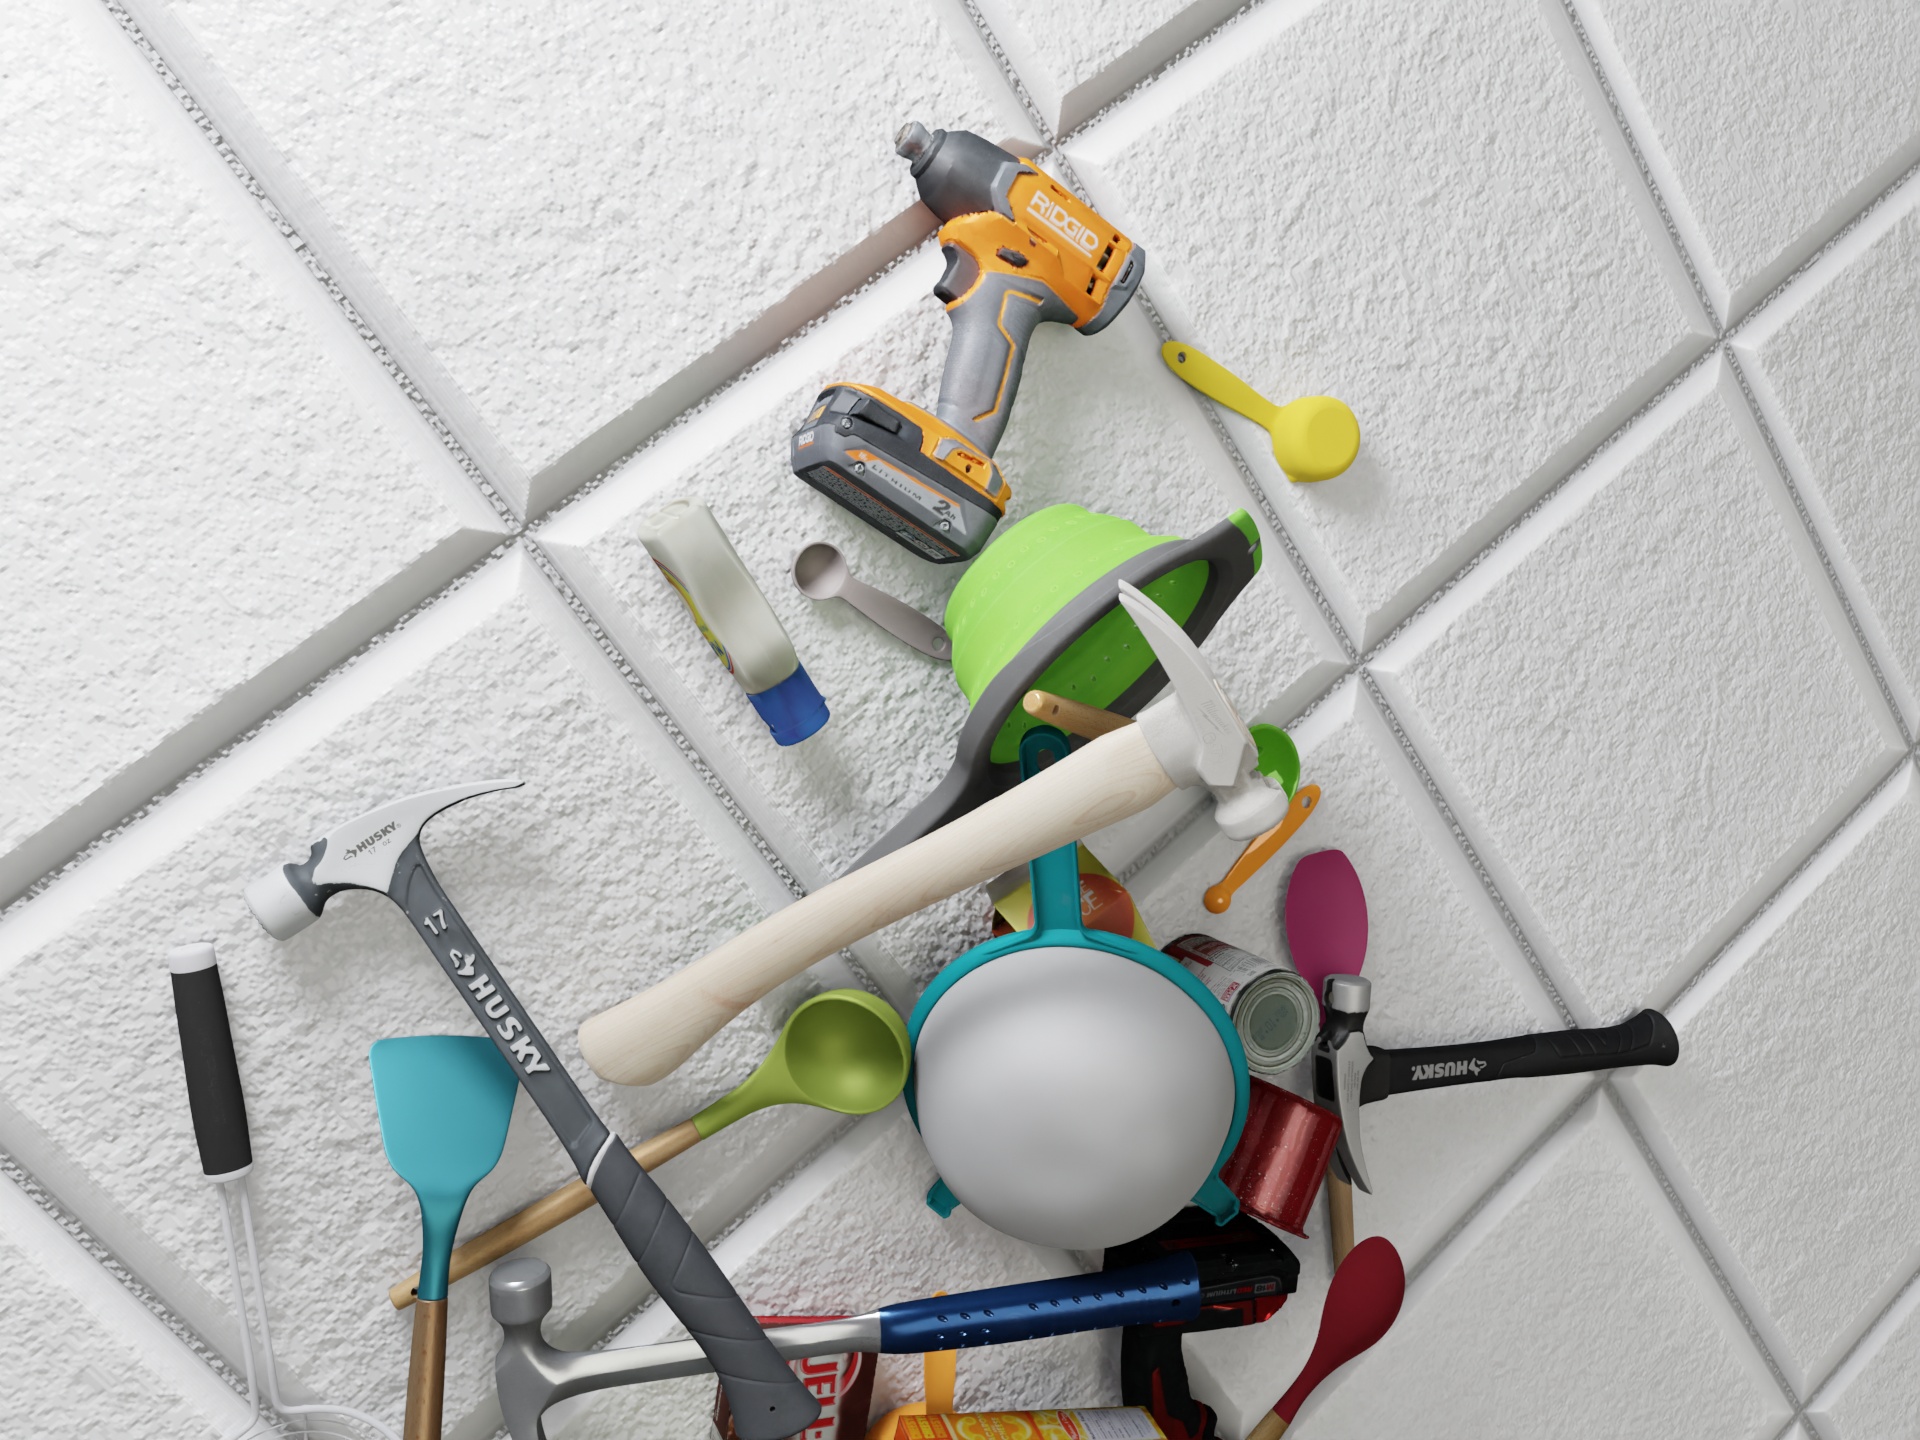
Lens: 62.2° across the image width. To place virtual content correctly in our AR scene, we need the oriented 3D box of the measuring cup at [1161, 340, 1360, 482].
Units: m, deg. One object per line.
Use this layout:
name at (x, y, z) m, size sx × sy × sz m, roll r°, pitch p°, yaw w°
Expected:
measuring cup at (0.196, -0.205, 1.028) m, size 0.156 × 0.029 × 0.062 m, roll 25°, pitch 86°, yaw -25°

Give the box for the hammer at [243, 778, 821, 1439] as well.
hammer at (-0.200, 0.215, 0.853) m, size 0.149 × 0.036 × 0.409 m, roll -35°, pitch 95°, yaw -13°

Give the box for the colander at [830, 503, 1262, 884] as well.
colander at (-0.001, -0.003, 0.933) m, size 0.397 × 0.204 × 0.095 m, roll -42°, pitch 71°, yaw 4°

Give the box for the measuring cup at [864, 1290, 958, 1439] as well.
measuring cup at (-0.023, 0.433, 0.994) m, size 0.095 × 0.052 × 0.173 m, roll 0°, pitch 94°, yaw -23°

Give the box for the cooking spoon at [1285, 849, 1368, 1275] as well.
cooking spoon at (0.260, 0.246, 1.110) m, size 0.068 × 0.017 × 0.319 m, roll -9°, pitch 98°, yaw -24°

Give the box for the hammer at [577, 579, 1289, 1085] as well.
hammer at (-0.041, 0.082, 0.847) m, size 0.410 × 0.038 × 0.146 m, roll -29°, pitch 106°, yaw 15°

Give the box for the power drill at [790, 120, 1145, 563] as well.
power drill at (-0.006, -0.224, 0.918) m, size 0.164 × 0.084 × 0.226 m, roll 32°, pitch 79°, yaw -21°

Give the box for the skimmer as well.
skimmer at (-0.359, 0.297, 0.816) m, size 0.127 × 0.090 × 0.363 m, roll -11°, pitch 99°, yaw -34°

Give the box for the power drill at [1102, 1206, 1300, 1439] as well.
power drill at (0.169, 0.448, 1.064) m, size 0.187 × 0.080 × 0.226 m, roll 2°, pitch 98°, yaw -23°

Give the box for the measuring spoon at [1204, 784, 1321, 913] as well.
measuring spoon at (0.207, 0.086, 1.074) m, size 0.117 × 0.011 × 0.021 m, roll -46°, pitch 110°, yaw -12°

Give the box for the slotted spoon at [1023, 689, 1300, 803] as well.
slotted spoon at (0.126, 0.016, 0.953) m, size 0.313 × 0.031 × 0.070 m, roll 17°, pitch 93°, yaw -54°

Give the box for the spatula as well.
spatula at (-0.282, 0.330, 0.844) m, size 0.082 × 0.044 × 0.317 m, roll 6°, pitch 82°, yaw -26°

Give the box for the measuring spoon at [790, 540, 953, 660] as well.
measuring spoon at (-0.051, -0.068, 0.952) m, size 0.124 × 0.018 × 0.034 m, roll 31°, pitch 83°, yaw -29°

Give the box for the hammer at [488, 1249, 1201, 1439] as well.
hammer at (-0.058, 0.360, 0.920) m, size 0.405 × 0.035 × 0.144 m, roll -4°, pitch 100°, yaw -12°

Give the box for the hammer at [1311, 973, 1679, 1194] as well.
hammer at (0.393, 0.249, 1.146) m, size 0.334 × 0.035 × 0.146 m, roll 1°, pitch 93°, yaw -27°

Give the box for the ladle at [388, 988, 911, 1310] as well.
ladle at (-0.173, 0.250, 0.910) m, size 0.320 × 0.062 × 0.078 m, roll -27°, pitch 98°, yaw -15°

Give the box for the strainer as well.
strainer at (0.056, 0.174, 0.900) m, size 0.211 × 0.095 × 0.340 m, roll -1°, pitch 113°, yaw 10°

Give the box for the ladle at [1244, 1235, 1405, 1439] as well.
ladle at (0.189, 0.468, 1.024) m, size 0.315 × 0.031 × 0.069 m, roll -50°, pitch 119°, yaw -6°
